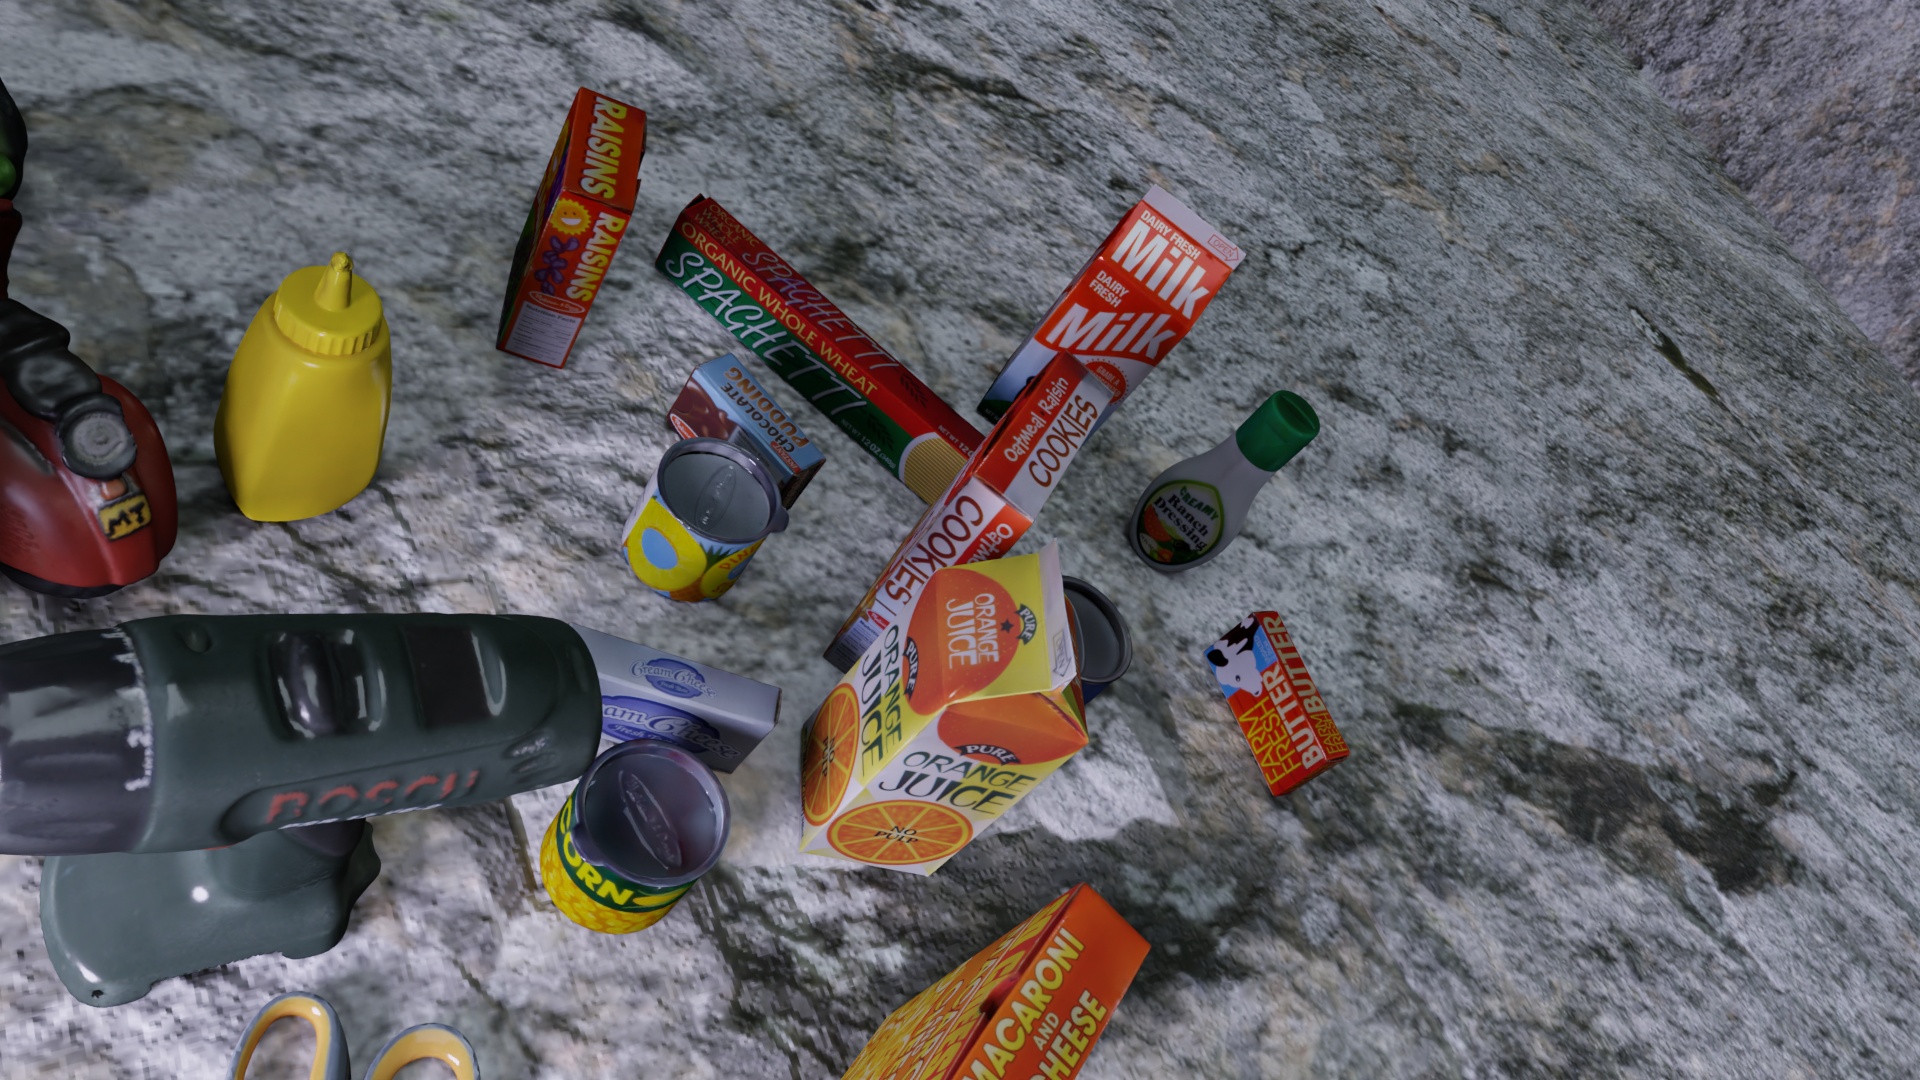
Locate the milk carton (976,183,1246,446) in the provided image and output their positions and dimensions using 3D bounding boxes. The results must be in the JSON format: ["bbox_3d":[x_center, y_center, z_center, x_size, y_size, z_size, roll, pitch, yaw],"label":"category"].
[{"bbox_3d":[0.096,-0.138,0.881,0.072,0.189,0.074,36,43,-5],"label":"milk carton"}]

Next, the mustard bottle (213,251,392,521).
[{"bbox_3d":[-0.273,-0.069,0.587,0.065,0.159,0.049,-16,66,-42],"label":"mustard bottle"}]

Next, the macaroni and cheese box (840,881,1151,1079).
[{"bbox_3d":[-0.011,0.213,0.535,0.040,0.165,0.124,44,43,3],"label":"macaroni and cheese box"}]

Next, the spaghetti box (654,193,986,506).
[{"bbox_3d":[-0.078,-0.108,0.837,0.250,0.050,0.029,41,43,0],"label":"spaghetti box"}]

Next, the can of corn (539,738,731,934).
[{"bbox_3d":[-0.142,0.128,0.592,0.071,0.058,0.071,19,47,-22],"label":"can of corn"}]

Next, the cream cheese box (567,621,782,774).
[{"bbox_3d":[-0.141,0.075,0.640,0.104,0.053,0.024,20,46,-21],"label":"cream cheese box"}]

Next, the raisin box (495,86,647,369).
[{"bbox_3d":[-0.207,-0.164,0.739,0.040,0.122,0.086,17,48,-24],"label":"raisin box"}]

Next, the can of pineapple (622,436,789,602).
[{"bbox_3d":[-0.132,-0.009,0.712,0.071,0.057,0.071,19,47,-22],"label":"can of pineapple"}]

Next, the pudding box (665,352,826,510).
[{"bbox_3d":[-0.119,-0.056,0.766,0.084,0.049,0.030,47,43,7],"label":"pudding box"}]

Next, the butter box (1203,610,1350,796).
[{"bbox_3d":[0.194,0.100,0.855,0.024,0.053,0.104,-2,57,-36],"label":"butter box"}]

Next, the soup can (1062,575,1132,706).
[{"bbox_3d":[0.040,0.067,0.751,0.071,0.083,0.072,19,47,-22],"label":"soup can"}]

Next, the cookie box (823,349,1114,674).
[{"bbox_3d":[0.003,-0.009,0.726,0.040,0.166,0.123,38,43,-4],"label":"cookie box"}]

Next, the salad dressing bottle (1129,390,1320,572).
[{"bbox_3d":[0.166,-0.037,0.879,0.064,0.147,0.044,46,43,6],"label":"salad dressing bottle"}]

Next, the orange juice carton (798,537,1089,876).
[{"bbox_3d":[-0.003,0.078,0.632,0.073,0.191,0.072,17,48,-24],"label":"orange juice carton"}]
